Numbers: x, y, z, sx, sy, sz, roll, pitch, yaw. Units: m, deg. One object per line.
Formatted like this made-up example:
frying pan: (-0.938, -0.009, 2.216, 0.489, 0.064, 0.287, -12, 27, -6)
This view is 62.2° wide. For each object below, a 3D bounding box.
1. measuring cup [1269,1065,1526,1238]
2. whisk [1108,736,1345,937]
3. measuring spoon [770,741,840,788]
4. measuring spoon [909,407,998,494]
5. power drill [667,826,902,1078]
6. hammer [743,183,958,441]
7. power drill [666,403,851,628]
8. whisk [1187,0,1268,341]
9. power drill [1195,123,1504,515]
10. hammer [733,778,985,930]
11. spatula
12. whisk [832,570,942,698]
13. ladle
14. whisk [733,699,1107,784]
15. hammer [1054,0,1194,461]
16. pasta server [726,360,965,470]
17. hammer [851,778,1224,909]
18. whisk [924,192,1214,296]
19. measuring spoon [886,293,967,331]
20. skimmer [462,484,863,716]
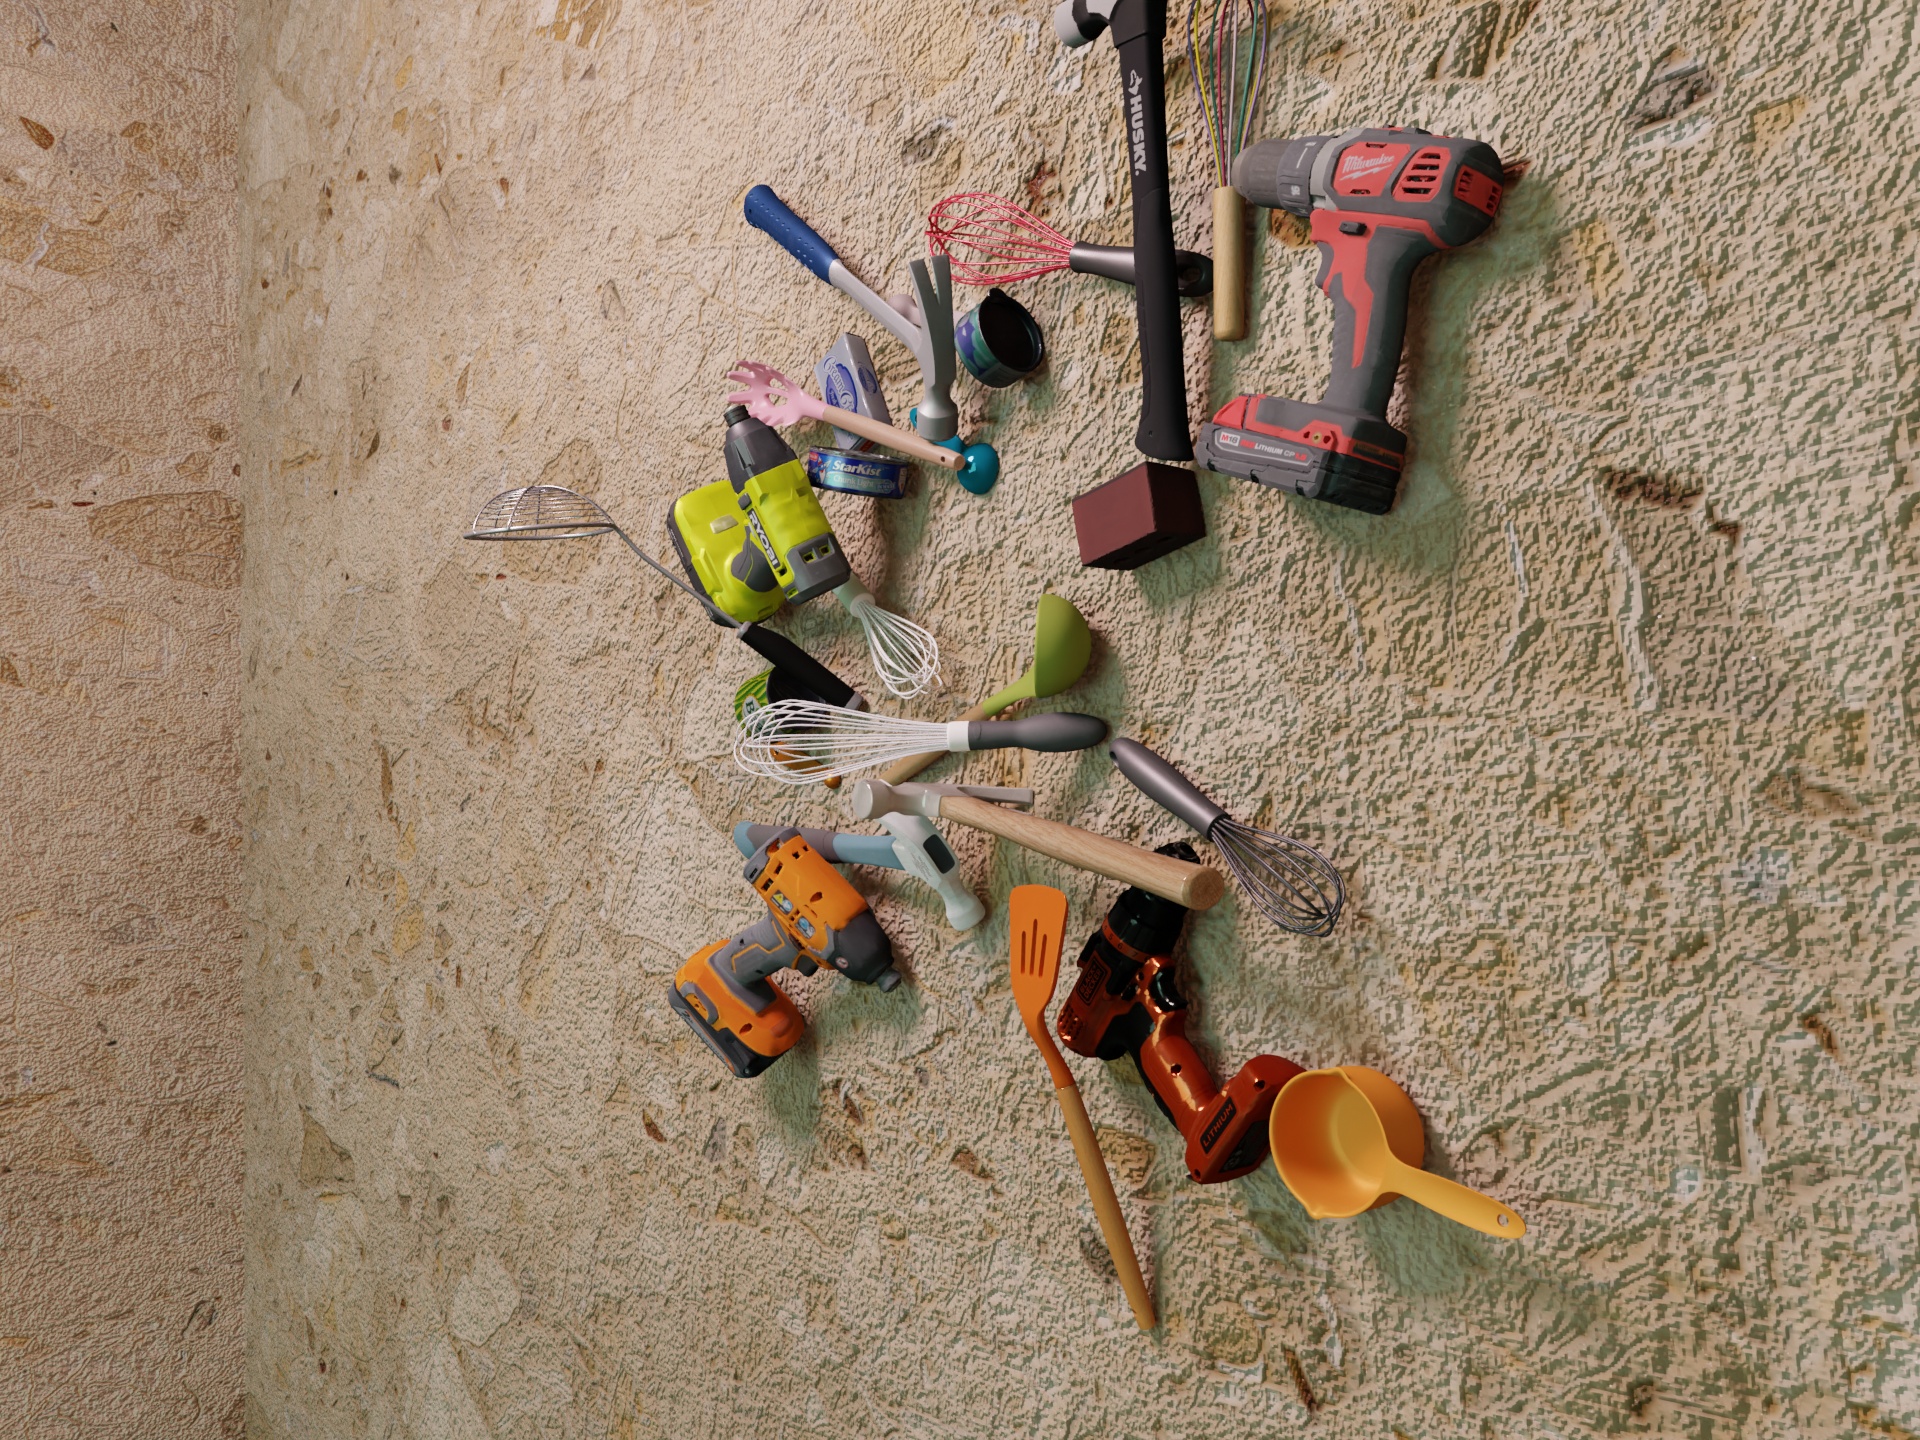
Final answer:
measuring cup: (0.267, 0.263, 0.943, 0.174, 0.052, 0.095, 15, 100, 47)
whisk: (0.172, 0.070, 1.068, 0.239, 0.055, 0.055, 41, 119, 47)
measuring spoon: (-0.148, 0.040, 1.473, 0.117, 0.011, 0.021, 22, 106, 48)
measuring spoon: (-0.014, -0.229, 1.316, 0.129, 0.021, 0.042, 45, 122, 39)
power drill: (-0.151, 0.218, 1.394, 0.164, 0.084, 0.226, 45, 128, 9)
hammer: (-0.102, -0.391, 1.382, 0.406, 0.035, 0.144, 50, 149, 45)
power drill: (-0.184, -0.172, 1.401, 0.171, 0.080, 0.223, 64, 155, -3)
whisk: (0.186, -0.381, 1.076, 0.051, 0.047, 0.245, 4, 96, 48)
power drill: (0.223, -0.258, 0.998, 0.188, 0.080, 0.226, 28, 106, 47)
hammer: (-0.107, 0.112, 1.379, 0.331, 0.033, 0.128, -2, 121, 55)
spatula: (0.089, 0.273, 1.113, 0.081, 0.041, 0.322, -8, 102, 64)
whisk: (-0.082, -0.095, 1.375, 0.058, 0.059, 0.247, -57, 43, 16)
ladle: (-0.002, -0.004, 1.270, 0.320, 0.062, 0.078, -36, 36, 47)
whisk: (-0.032, 0.014, 1.194, 0.284, 0.070, 0.070, -2, 86, 9)
hammer: (0.135, -0.343, 1.083, 0.146, 0.035, 0.335, 0, 96, 51)
pasta server: (-0.104, -0.258, 1.375, 0.316, 0.040, 0.060, 29, 123, 45)
hammer: (0.061, 0.082, 1.116, 0.331, 0.130, 0.031, 14, 100, 55)
whisk: (0.075, -0.351, 1.194, 0.296, 0.073, 0.073, 25, 107, 41)
measuring spoon: (-0.029, -0.340, 1.341, 0.124, 0.018, 0.034, 25, 108, 48)
skimmer: (-0.256, -0.091, 1.387, 0.090, 0.363, 0.127, -55, 6, -1)
